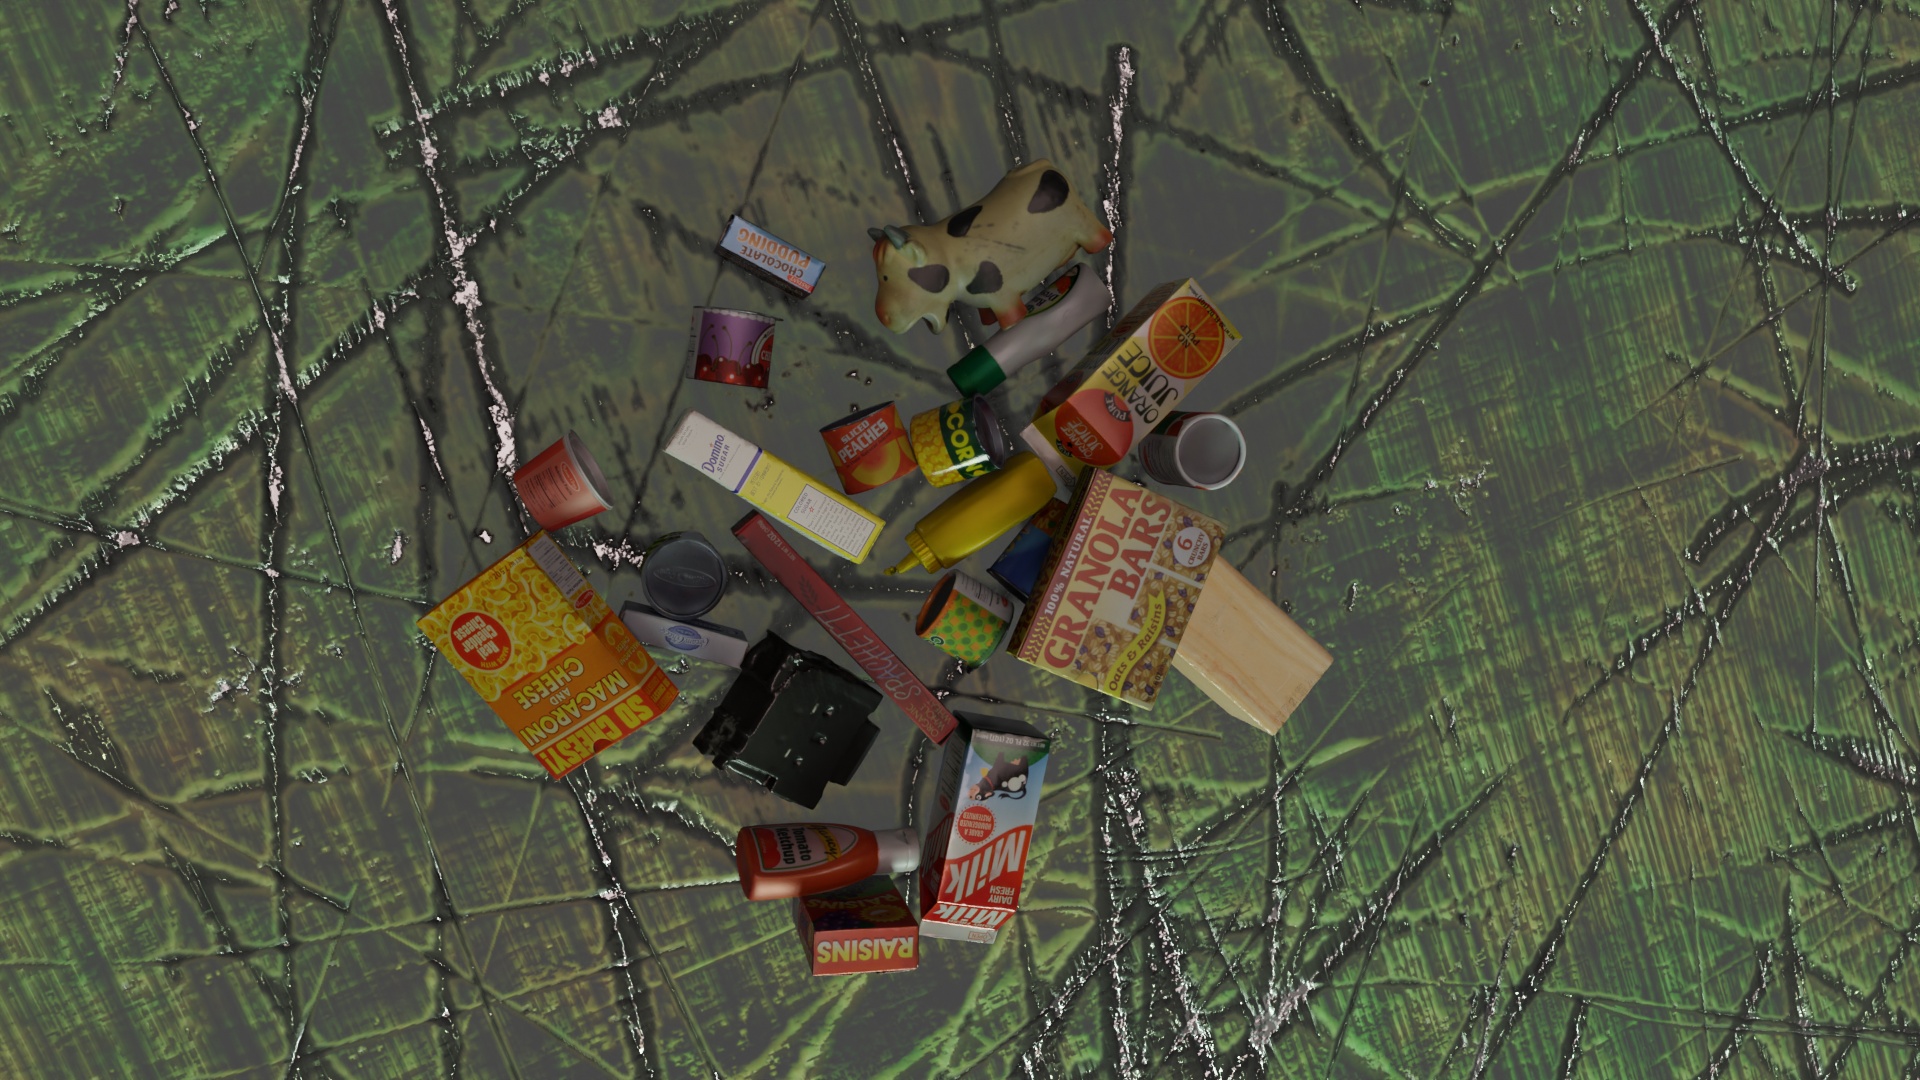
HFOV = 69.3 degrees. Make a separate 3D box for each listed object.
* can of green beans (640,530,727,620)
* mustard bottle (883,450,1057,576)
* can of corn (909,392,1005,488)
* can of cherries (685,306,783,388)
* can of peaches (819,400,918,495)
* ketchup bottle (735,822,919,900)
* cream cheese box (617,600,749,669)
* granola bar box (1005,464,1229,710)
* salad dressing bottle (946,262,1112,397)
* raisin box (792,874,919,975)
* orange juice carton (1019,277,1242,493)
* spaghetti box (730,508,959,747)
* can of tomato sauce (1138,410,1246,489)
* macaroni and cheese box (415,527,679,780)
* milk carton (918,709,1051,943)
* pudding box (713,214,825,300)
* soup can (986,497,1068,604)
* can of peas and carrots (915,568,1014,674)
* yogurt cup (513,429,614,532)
[{"bbox_3d":[-0.222,0.027,1.112,0.071,0.058,0.071,-1,95,-14],"label":"can of green beans"},{"bbox_3d":[0.004,-0.015,1.165,0.160,0.065,0.048,-35,103,-3],"label":"mustard bottle"},{"bbox_3d":[-0.003,-0.081,1.143,0.058,0.071,0.071,-18,100,18],"label":"can of corn"},{"bbox_3d":[-0.180,-0.152,1.102,0.071,0.071,0.058,6,94,-15],"label":"can of cherries"},{"bbox_3d":[-0.074,-0.075,1.134,0.071,0.071,0.058,-24,101,-11],"label":"can of peaches"},{"bbox_3d":[-0.109,0.264,1.161,0.149,0.065,0.043,0,125,-22],"label":"ketchup bottle"},{"bbox_3d":[-0.224,0.075,1.118,0.104,0.053,0.024,17,93,-15],"label":"cream cheese box"},{"bbox_3d":[0.126,0.038,1.116,0.124,0.039,0.165,22,90,-14],"label":"granola bar box"},{"bbox_3d":[0.057,-0.172,1.166,0.148,0.064,0.044,-38,112,-1],"label":"salad dressing bottle"},{"bbox_3d":[-0.088,0.313,1.136,0.086,0.123,0.040,1,95,-15],"label":"raisin box"},{"bbox_3d":[0.139,-0.132,1.182,0.193,0.073,0.071,-45,104,-6],"label":"orange juice carton"},{"bbox_3d":[-0.094,0.073,1.152,0.029,0.050,0.249,-44,103,-5],"label":"spaghetti box"},{"bbox_3d":[0.200,-0.079,1.196,0.071,0.083,0.071,-1,96,-14],"label":"can of tomato sauce"},{"bbox_3d":[-0.319,0.091,1.075,0.123,0.040,0.166,-32,103,22],"label":"macaroni and cheese box"},{"bbox_3d":[0.016,0.248,1.183,0.072,0.073,0.190,12,92,-15],"label":"milk carton"},{"bbox_3d":[-0.154,-0.226,1.112,0.084,0.049,0.030,27,87,-15],"label":"pudding box"},{"bbox_3d":[0.073,0.013,1.183,0.071,0.071,0.084,41,84,-14],"label":"soup can"},{"bbox_3d":[0.002,0.068,1.168,0.058,0.071,0.071,32,87,-14],"label":"can of peas and carrots"},{"bbox_3d":[-0.310,-0.042,1.082,0.054,0.072,0.072,-29,101,-1],"label":"yogurt cup"}]
